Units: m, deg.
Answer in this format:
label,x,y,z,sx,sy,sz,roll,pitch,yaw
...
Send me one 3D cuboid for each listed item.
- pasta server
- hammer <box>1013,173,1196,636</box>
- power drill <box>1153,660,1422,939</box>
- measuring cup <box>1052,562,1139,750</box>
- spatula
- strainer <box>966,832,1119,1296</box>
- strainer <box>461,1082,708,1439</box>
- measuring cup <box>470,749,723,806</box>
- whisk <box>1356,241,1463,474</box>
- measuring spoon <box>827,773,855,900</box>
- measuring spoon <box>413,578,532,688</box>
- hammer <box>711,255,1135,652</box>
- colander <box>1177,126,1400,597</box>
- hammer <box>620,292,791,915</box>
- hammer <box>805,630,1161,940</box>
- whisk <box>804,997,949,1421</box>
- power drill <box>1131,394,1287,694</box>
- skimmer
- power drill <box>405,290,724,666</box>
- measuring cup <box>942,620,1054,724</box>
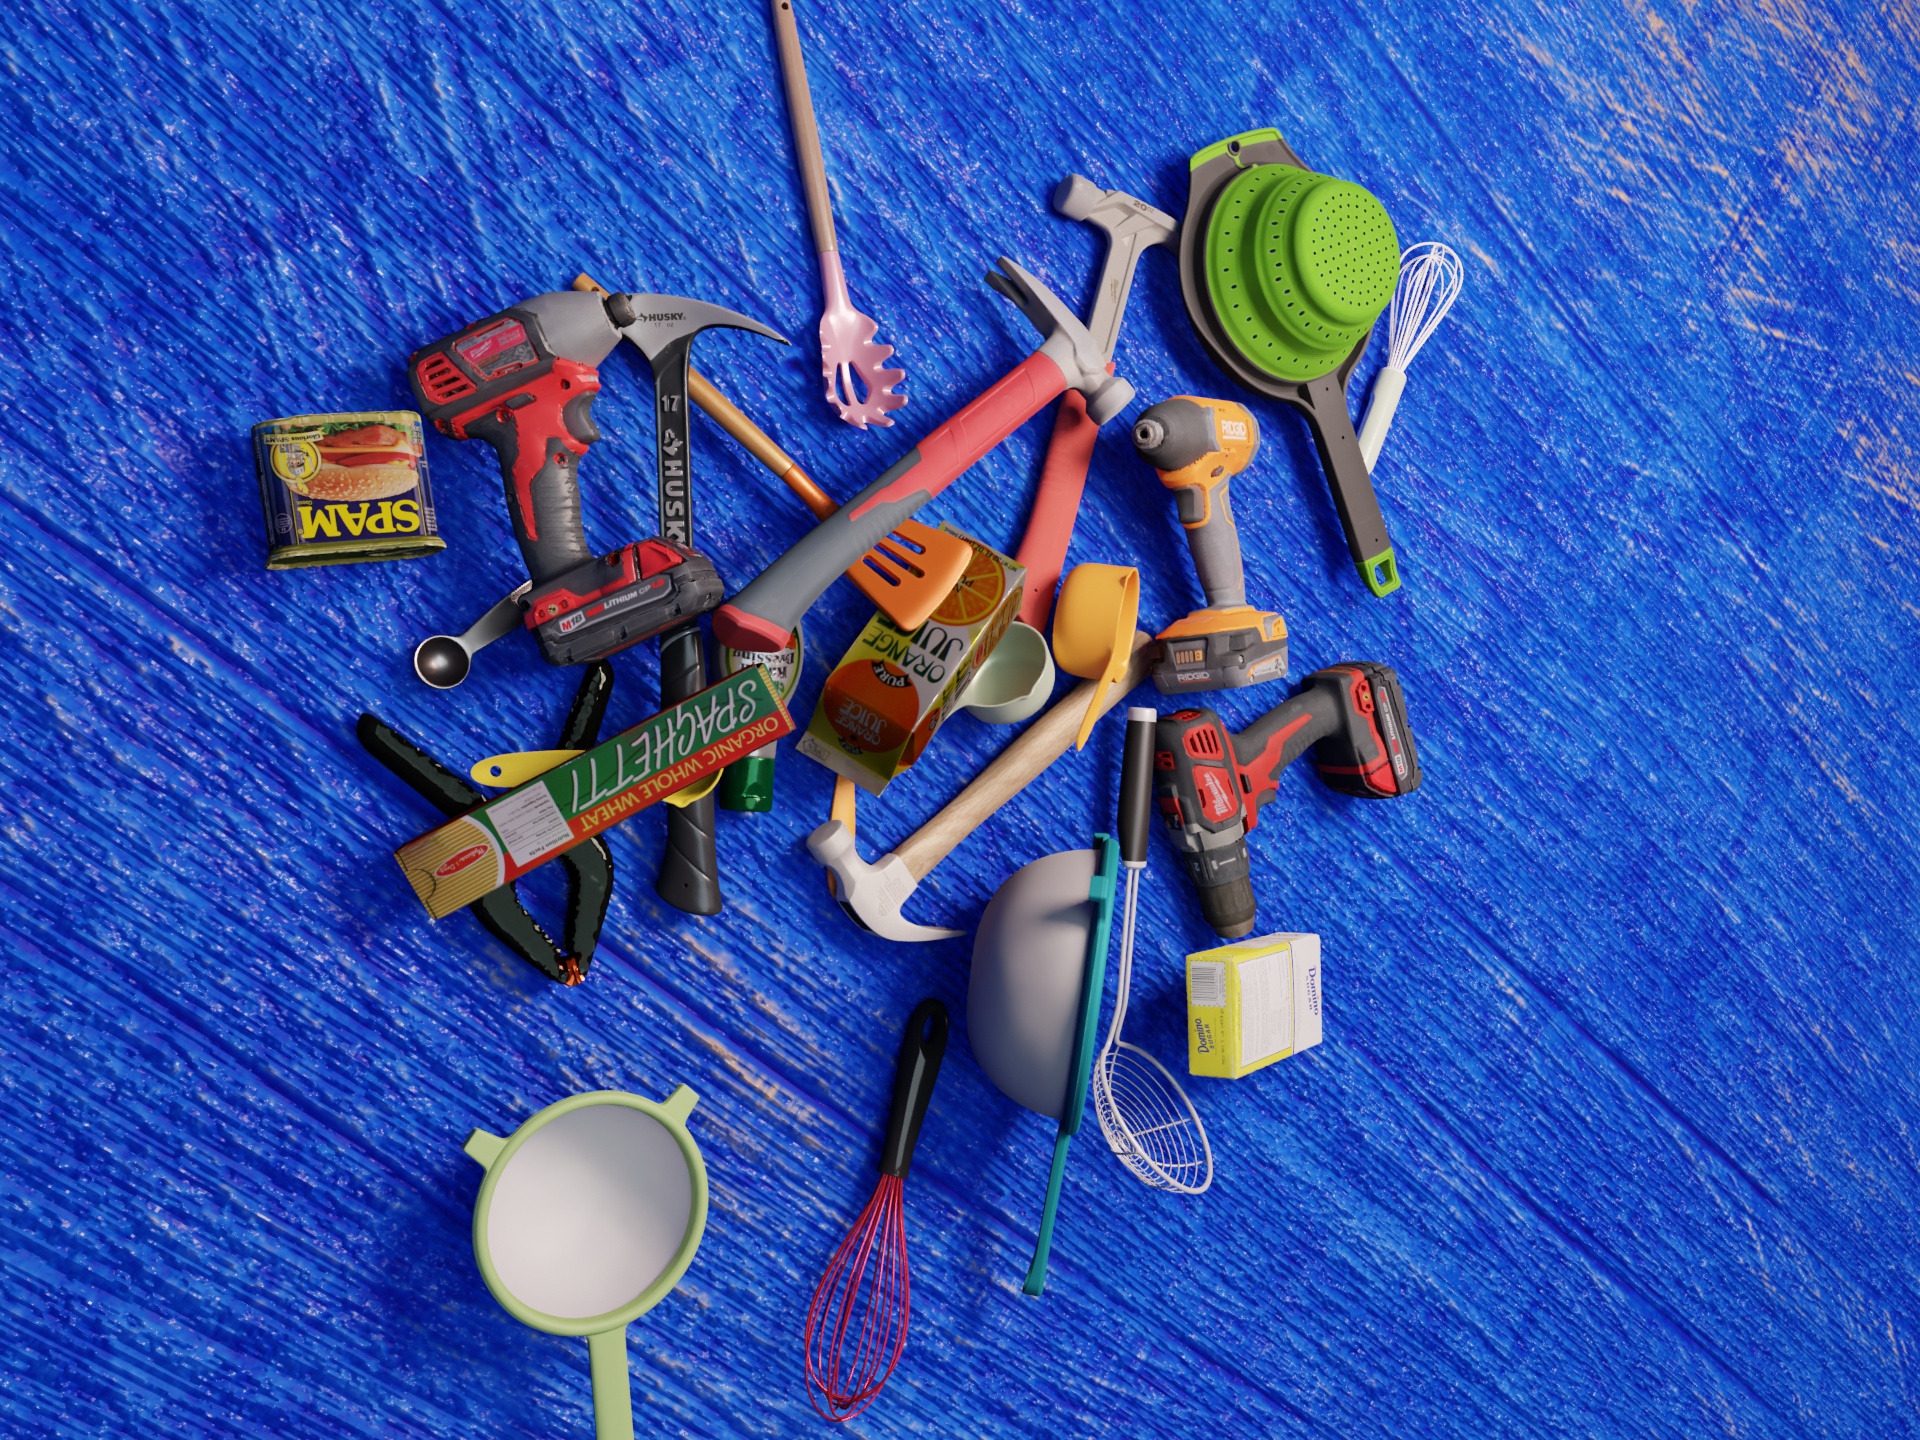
label,x,y,z,sx,sy,sz,roll,pitch,yaw
pasta server,-0.096,-0.361,1.127,0.060,0.040,0.316,-13,94,-27
hammer,0.100,-0.234,1.235,0.149,0.037,0.359,20,80,-27
power drill,0.265,0.059,1.302,0.226,0.080,0.188,-20,99,-25
measuring cup,0.087,-0.045,1.164,0.095,0.052,0.174,85,22,-46
spatula,-0.133,-0.189,1.081,0.322,0.041,0.081,42,71,-13
strainer,0.044,0.246,1.147,0.095,0.211,0.340,10,96,4
strainer,-0.238,0.361,1.021,0.151,0.069,0.256,-6,93,-31
measuring cup,-0.230,0.026,1.013,0.156,0.029,0.062,-4,96,-10
whisk,0.380,-0.309,1.390,0.059,0.057,0.246,21,81,8
measuring spoon,-0.083,0.071,1.143,0.021,0.011,0.117,5,87,-29
measuring spoon,-0.300,-0.062,1.027,0.124,0.018,0.034,-43,101,-30
hammer,-0.037,-0.180,1.088,0.143,0.038,0.386,48,58,-2
colander,0.310,-0.289,1.284,0.204,0.094,0.397,-28,103,-28
hammer,-0.180,-0.073,1.048,0.149,0.036,0.409,-1,96,5
hammer,0.038,0.042,1.196,0.331,0.031,0.130,-41,112,-25
whisk,-0.053,0.344,1.134,0.073,0.073,0.296,22,72,-27
power drill,0.185,-0.137,1.228,0.164,0.084,0.226,-12,95,-58
skimmer,0.156,0.173,1.219,0.127,0.090,0.363,3,90,-61
power drill,-0.237,-0.155,0.988,0.143,0.078,0.219,-23,92,5
measuring cup,-0.002,-0.004,1.170,0.167,0.083,0.038,-40,143,-5
